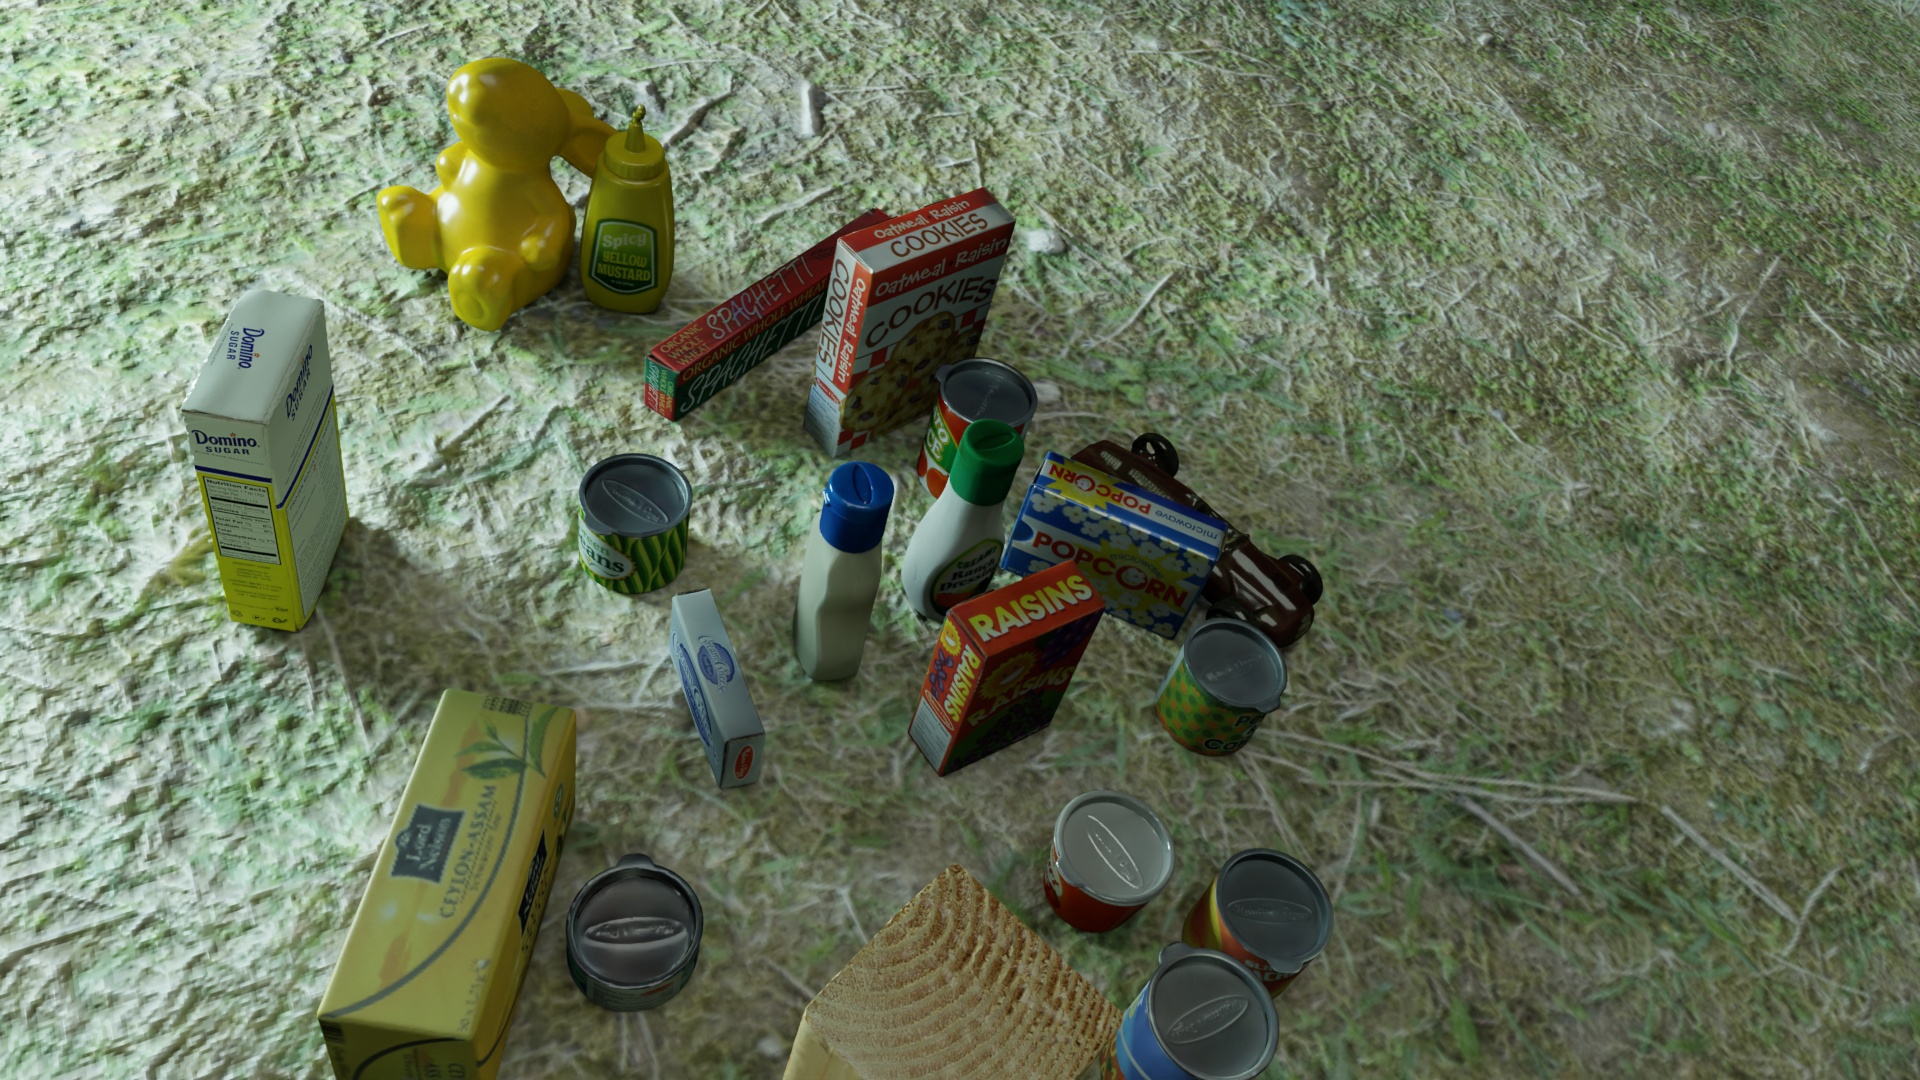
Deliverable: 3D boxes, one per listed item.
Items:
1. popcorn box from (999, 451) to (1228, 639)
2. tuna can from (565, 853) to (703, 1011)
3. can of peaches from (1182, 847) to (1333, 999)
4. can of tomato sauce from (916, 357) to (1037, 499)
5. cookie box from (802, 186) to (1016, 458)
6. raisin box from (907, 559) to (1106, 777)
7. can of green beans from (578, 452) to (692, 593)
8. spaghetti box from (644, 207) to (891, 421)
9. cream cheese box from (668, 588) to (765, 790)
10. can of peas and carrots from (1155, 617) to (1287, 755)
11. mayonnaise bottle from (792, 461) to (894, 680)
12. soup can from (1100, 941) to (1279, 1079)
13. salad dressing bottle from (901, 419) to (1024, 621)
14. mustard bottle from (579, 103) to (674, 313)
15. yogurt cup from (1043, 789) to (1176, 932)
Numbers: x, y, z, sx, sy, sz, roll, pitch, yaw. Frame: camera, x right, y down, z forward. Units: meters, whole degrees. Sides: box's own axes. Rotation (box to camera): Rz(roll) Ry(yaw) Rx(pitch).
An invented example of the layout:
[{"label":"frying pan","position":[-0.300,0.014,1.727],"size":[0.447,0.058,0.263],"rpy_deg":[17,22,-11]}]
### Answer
[{"label":"popcorn box","position":[0.098,0.004,0.899],"size":[0.127,0.084,0.038],"rpy_deg":[23,48,4]},{"label":"tuna can","position":[-0.163,0.196,0.694],"size":[0.071,0.032,0.071],"rpy_deg":[8,49,-9]},{"label":"can of peaches","position":[0.161,0.213,0.756],"size":[0.071,0.057,0.071],"rpy_deg":[8,49,-9]},{"label":"can of tomato sauce","position":[0.008,-0.072,0.940],"size":[0.071,0.082,0.071],"rpy_deg":[8,49,-9]},{"label":"cookie box","position":[-0.037,-0.146,0.934],"size":[0.123,0.166,0.040],"rpy_deg":[-29,63,-34]},{"label":"raisin box","position":[0.025,0.074,0.793],"size":[0.086,0.122,0.040],"rpy_deg":[-20,58,-29]},{"label":"can of green beans","position":[-0.198,-0.010,0.844],"size":[0.071,0.057,0.071],"rpy_deg":[8,49,-9]},{"label":"spaghetti box","position":[-0.131,-0.167,1.004],"size":[0.029,0.049,0.251],"rpy_deg":[35,50,14]},{"label":"cream cheese box","position":[-0.139,0.083,0.784],"size":[0.024,0.053,0.104],"rpy_deg":[-11,54,-24]},{"label":"can of peas and carrots","position":[0.162,0.093,0.859],"size":[0.071,0.058,0.071],"rpy_deg":[8,49,-9]},{"label":"mayonnaise bottle","position":[-0.068,0.017,0.798],"size":[0.041,0.147,0.065],"rpy_deg":[-2,51,-18]},{"label":"soup can","position":[0.111,0.249,0.693],"size":[0.071,0.083,0.072],"rpy_deg":[8,49,-9]},{"label":"salad dressing bottle","position":[0.003,-0.011,0.842],"size":[0.064,0.146,0.044],"rpy_deg":[-20,58,-29]},{"label":"mustard bottle","position":[-0.228,-0.229,0.955],"size":[0.065,0.159,0.049],"rpy_deg":[6,49,-11]},{"label":"yogurt cup","position":[0.078,0.179,0.764],"size":[0.072,0.053,0.073],"rpy_deg":[8,49,-9]}]
